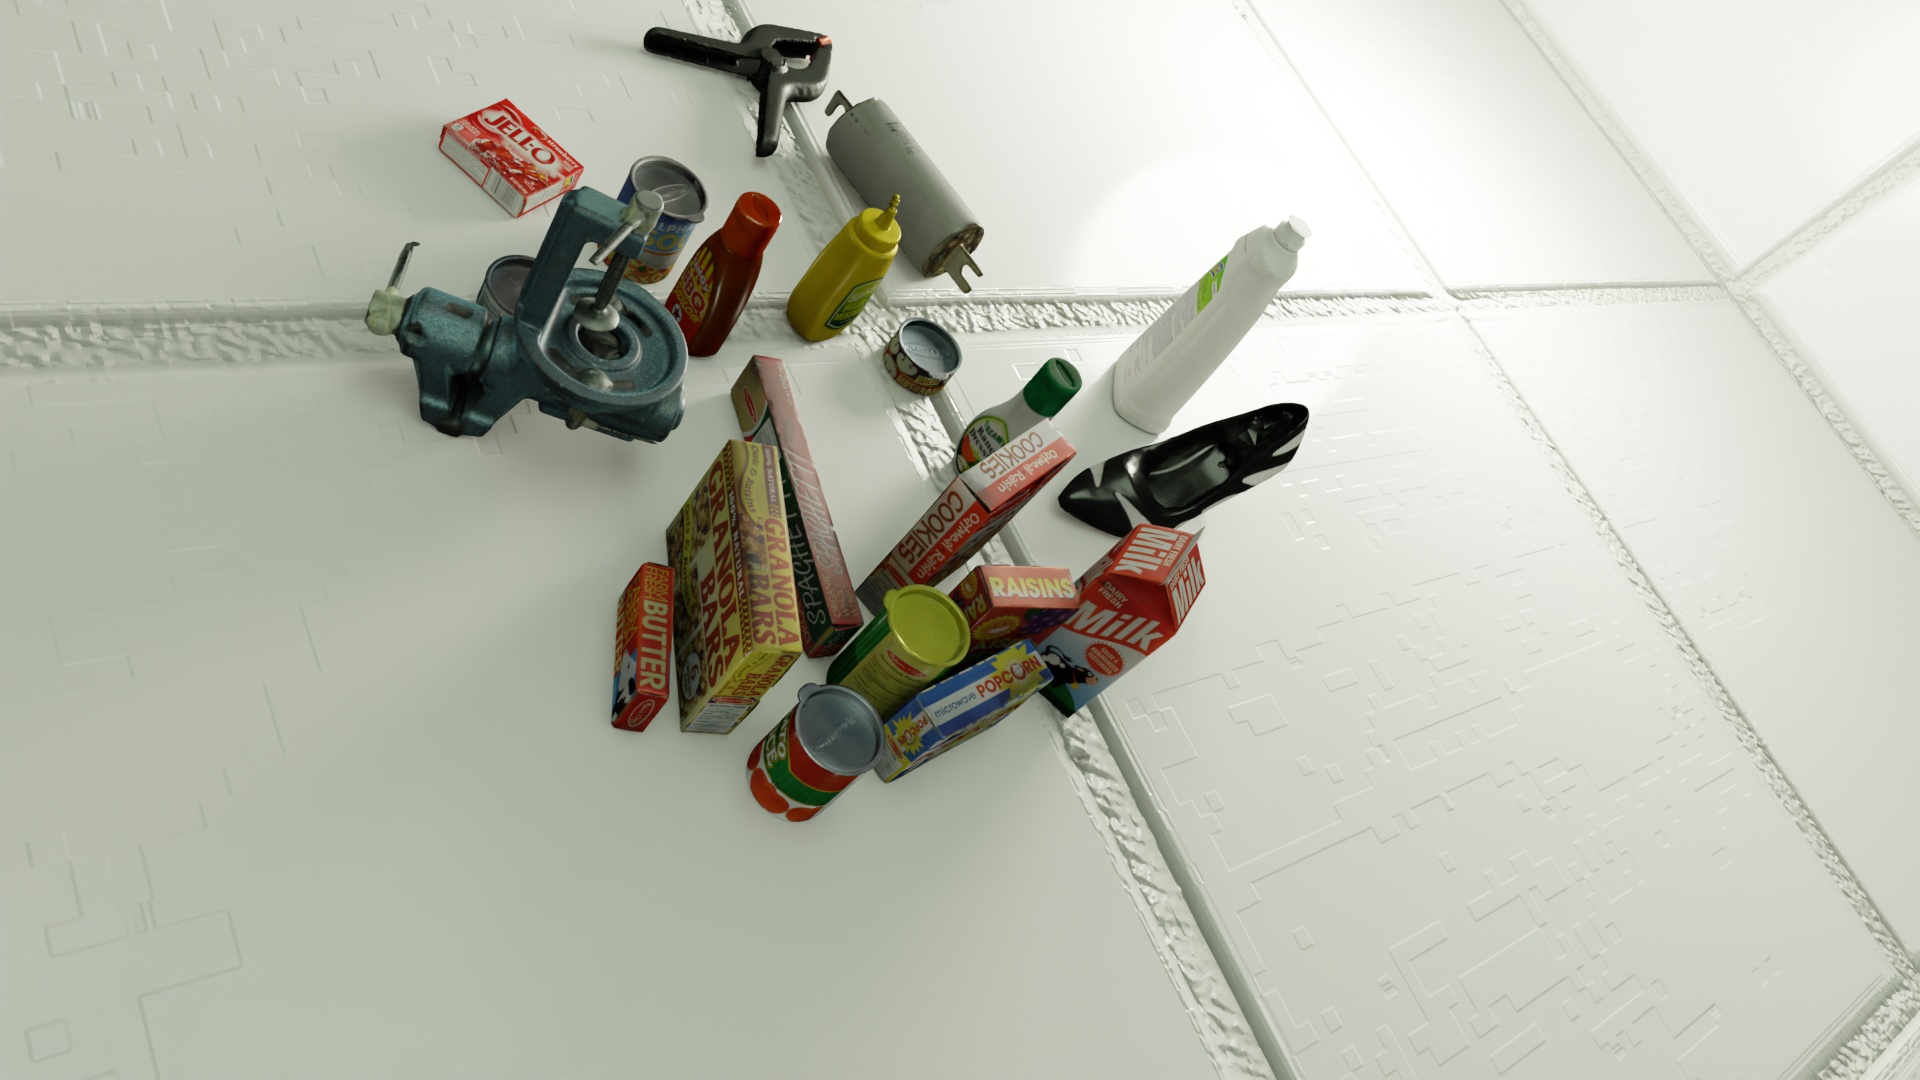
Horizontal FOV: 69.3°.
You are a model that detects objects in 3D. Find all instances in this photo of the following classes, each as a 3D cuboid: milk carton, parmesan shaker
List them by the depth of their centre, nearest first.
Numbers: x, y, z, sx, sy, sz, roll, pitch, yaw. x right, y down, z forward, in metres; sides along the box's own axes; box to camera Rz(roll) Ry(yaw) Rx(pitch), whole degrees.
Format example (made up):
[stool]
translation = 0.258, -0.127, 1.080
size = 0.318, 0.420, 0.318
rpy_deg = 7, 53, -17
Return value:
[parmesan shaker]
translation = -0.049, 0.084, 1.009
size = 0.071, 0.102, 0.071
rpy_deg = 20, 49, -24
[milk carton]
translation = 0.124, 0.055, 1.093
size = 0.073, 0.189, 0.073
rpy_deg = 42, 43, -2

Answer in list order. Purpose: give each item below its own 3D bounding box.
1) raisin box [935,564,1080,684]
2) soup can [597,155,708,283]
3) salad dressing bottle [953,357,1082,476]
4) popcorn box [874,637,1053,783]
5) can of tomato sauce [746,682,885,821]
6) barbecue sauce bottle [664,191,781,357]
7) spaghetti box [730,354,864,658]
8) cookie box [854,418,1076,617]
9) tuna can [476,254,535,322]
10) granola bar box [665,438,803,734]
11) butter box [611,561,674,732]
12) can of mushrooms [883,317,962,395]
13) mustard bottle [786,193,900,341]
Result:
[raisin box]
translation = 0.022, 0.065, 1.060
size = 0.086, 0.122, 0.040
rpy_deg = 3, 57, -35
[soup can]
translation = -0.251, -0.259, 1.138
size = 0.071, 0.083, 0.072
rpy_deg = 19, 49, -24
[salad dressing bottle]
translation = 0.049, -0.099, 1.188
size = 0.044, 0.147, 0.064
rpy_deg = -15, 68, -42
[popcorn box]
translation = -0.001, 0.125, 1.025
size = 0.127, 0.084, 0.038
rpy_deg = -22, 73, -44
[can of tomato sauce]
translation = -0.101, 0.144, 0.940
size = 0.071, 0.082, 0.071
rpy_deg = 19, 49, -24
[barbecue sauce bottle]
translation = -0.188, -0.213, 1.102
size = 0.044, 0.147, 0.065
rpy_deg = -6, 62, -39
[spaghetti box]
translation = -0.129, -0.029, 1.075
size = 0.029, 0.050, 0.251
rpy_deg = 1, 58, -36
[cookie box]
translation = 0.004, -0.013, 1.075
size = 0.040, 0.166, 0.123
rpy_deg = 49, 44, 5
[tuna can]
translation = -0.331, -0.183, 1.059
size = 0.071, 0.032, 0.071
rpy_deg = 19, 49, -23
[granola bar box]
translation = -0.158, 0.032, 0.954
size = 0.039, 0.123, 0.166
rpy_deg = 10, 53, -31
[butter box]
translation = -0.214, 0.071, 0.935
size = 0.024, 0.053, 0.104
rpy_deg = 15, 51, -27
[can of mushrooms]
translation = -0.034, -0.165, 1.260
size = 0.071, 0.033, 0.071
rpy_deg = 19, 49, -23
[mustard bottle]
translation = -0.091, -0.234, 1.180
size = 0.049, 0.159, 0.065
rpy_deg = 51, 44, 8
